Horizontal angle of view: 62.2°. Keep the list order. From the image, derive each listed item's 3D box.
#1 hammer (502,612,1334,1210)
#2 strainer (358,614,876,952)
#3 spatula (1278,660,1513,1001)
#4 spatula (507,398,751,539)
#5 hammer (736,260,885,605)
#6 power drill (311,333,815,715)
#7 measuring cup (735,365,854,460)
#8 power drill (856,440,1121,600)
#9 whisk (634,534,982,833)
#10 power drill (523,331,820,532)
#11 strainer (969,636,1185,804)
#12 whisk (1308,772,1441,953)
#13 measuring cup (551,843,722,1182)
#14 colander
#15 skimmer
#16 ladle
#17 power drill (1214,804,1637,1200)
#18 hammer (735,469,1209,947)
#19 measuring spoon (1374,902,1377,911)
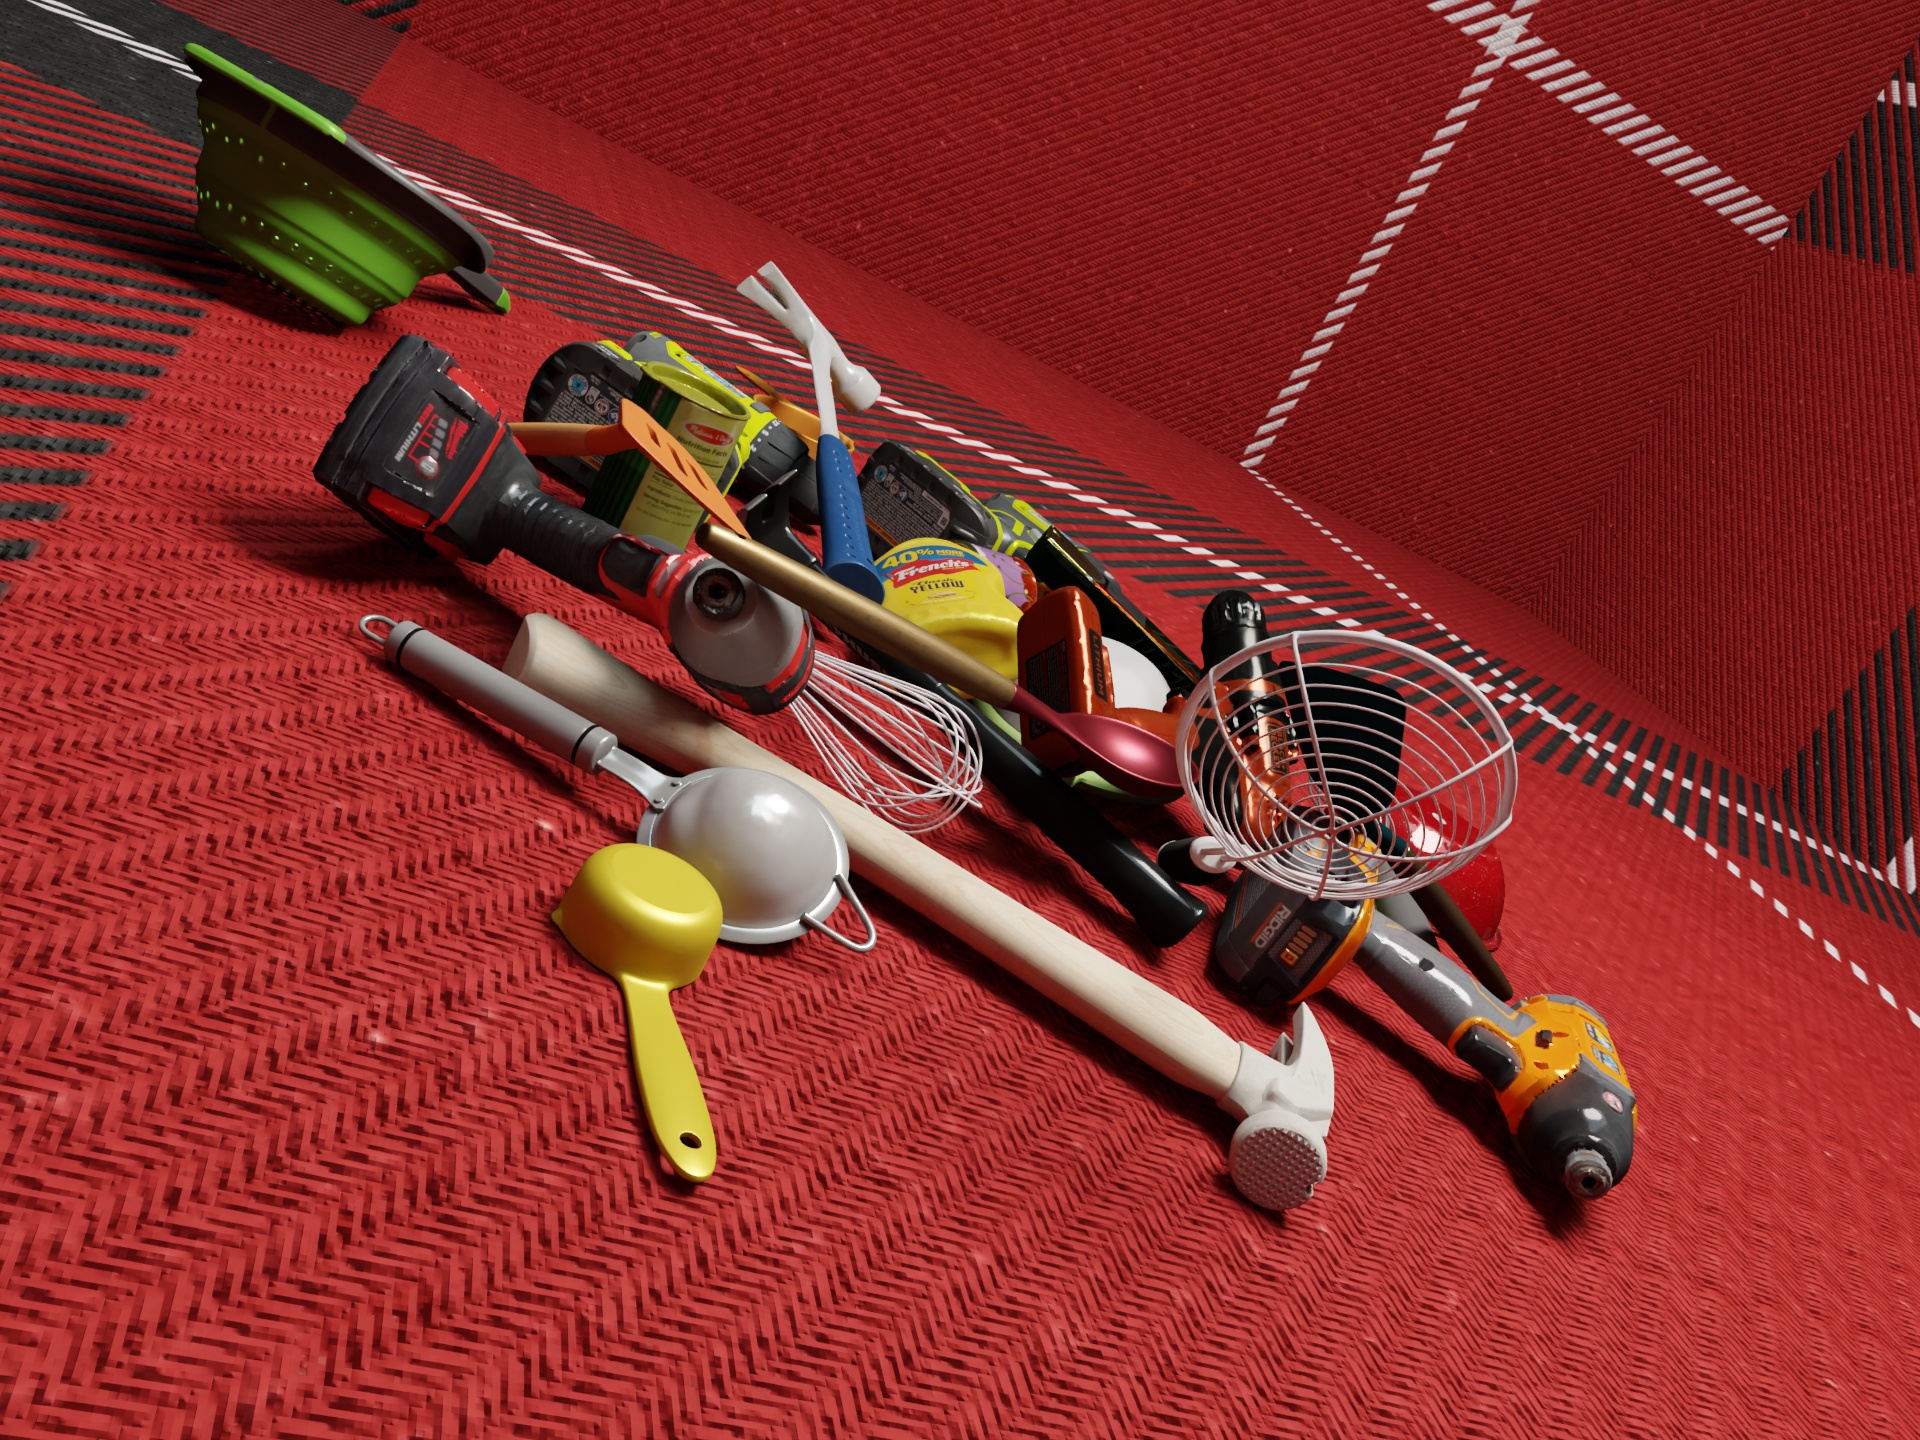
[{"bbox_3d":[-0.019,0.066,0.710,0.410,0.038,0.146,31,17,5],"label":"hammer"},{"bbox_3d":[-0.142,0.015,0.643,0.258,0.050,0.087,28,44,13],"label":"strainer"},{"bbox_3d":[0.268,0.080,0.917,0.082,0.044,0.317,20,-20,48],"label":"spatula"},{"bbox_3d":[-0.203,-0.138,0.820,0.081,0.041,0.323,42,-17,-35],"label":"spatula"},{"bbox_3d":[-0.094,-0.198,1.109,0.144,0.035,0.406,47,17,-32],"label":"hammer"},{"bbox_3d":[-0.169,-0.080,0.724,0.219,0.078,0.143,29,-8,4],"label":"power drill"},{"bbox_3d":[-0.153,-0.233,1.275,0.095,0.052,0.174,14,22,-39],"label":"measuring cup"},{"bbox_3d":[0.029,-0.136,1.258,0.171,0.080,0.223,42,19,34],"label":"power drill"},{"bbox_3d":[-0.092,-0.031,0.830,0.285,0.070,0.070,36,18,33],"label":"whisk"},{"bbox_3d":[-0.179,-0.189,1.080,0.190,0.080,0.228,36,16,0],"label":"power drill"},{"bbox_3d":[0.130,-0.008,1.030,0.256,0.069,0.152,7,26,-33],"label":"strainer"},{"bbox_3d":[0.272,0.089,1.030,0.055,0.055,0.239,23,31,-20],"label":"whisk"},{"bbox_3d":[-0.098,0.091,0.532,0.062,0.029,0.157,19,19,-29],"label":"measuring cup"},{"bbox_3d":[-0.402,-0.312,1.079,0.204,0.094,0.397,31,0,4],"label":"colander"},{"bbox_3d":[0.140,0.035,0.733,0.127,0.090,0.363,25,-6,1],"label":"skimmer"},{"bbox_3d":[0.004,-0.022,0.734,0.315,0.031,0.069,26,14,-41],"label":"ladle"},{"bbox_3d":[0.246,0.150,0.822,0.226,0.084,0.164,35,19,3],"label":"power drill"},{"bbox_3d":[-0.001,-0.003,0.843,0.335,0.035,0.146,42,-17,17],"label":"hammer"},{"bbox_3d":[0.246,0.089,1.057,0.117,0.011,0.021,49,6,24],"label":"measuring spoon"}]
